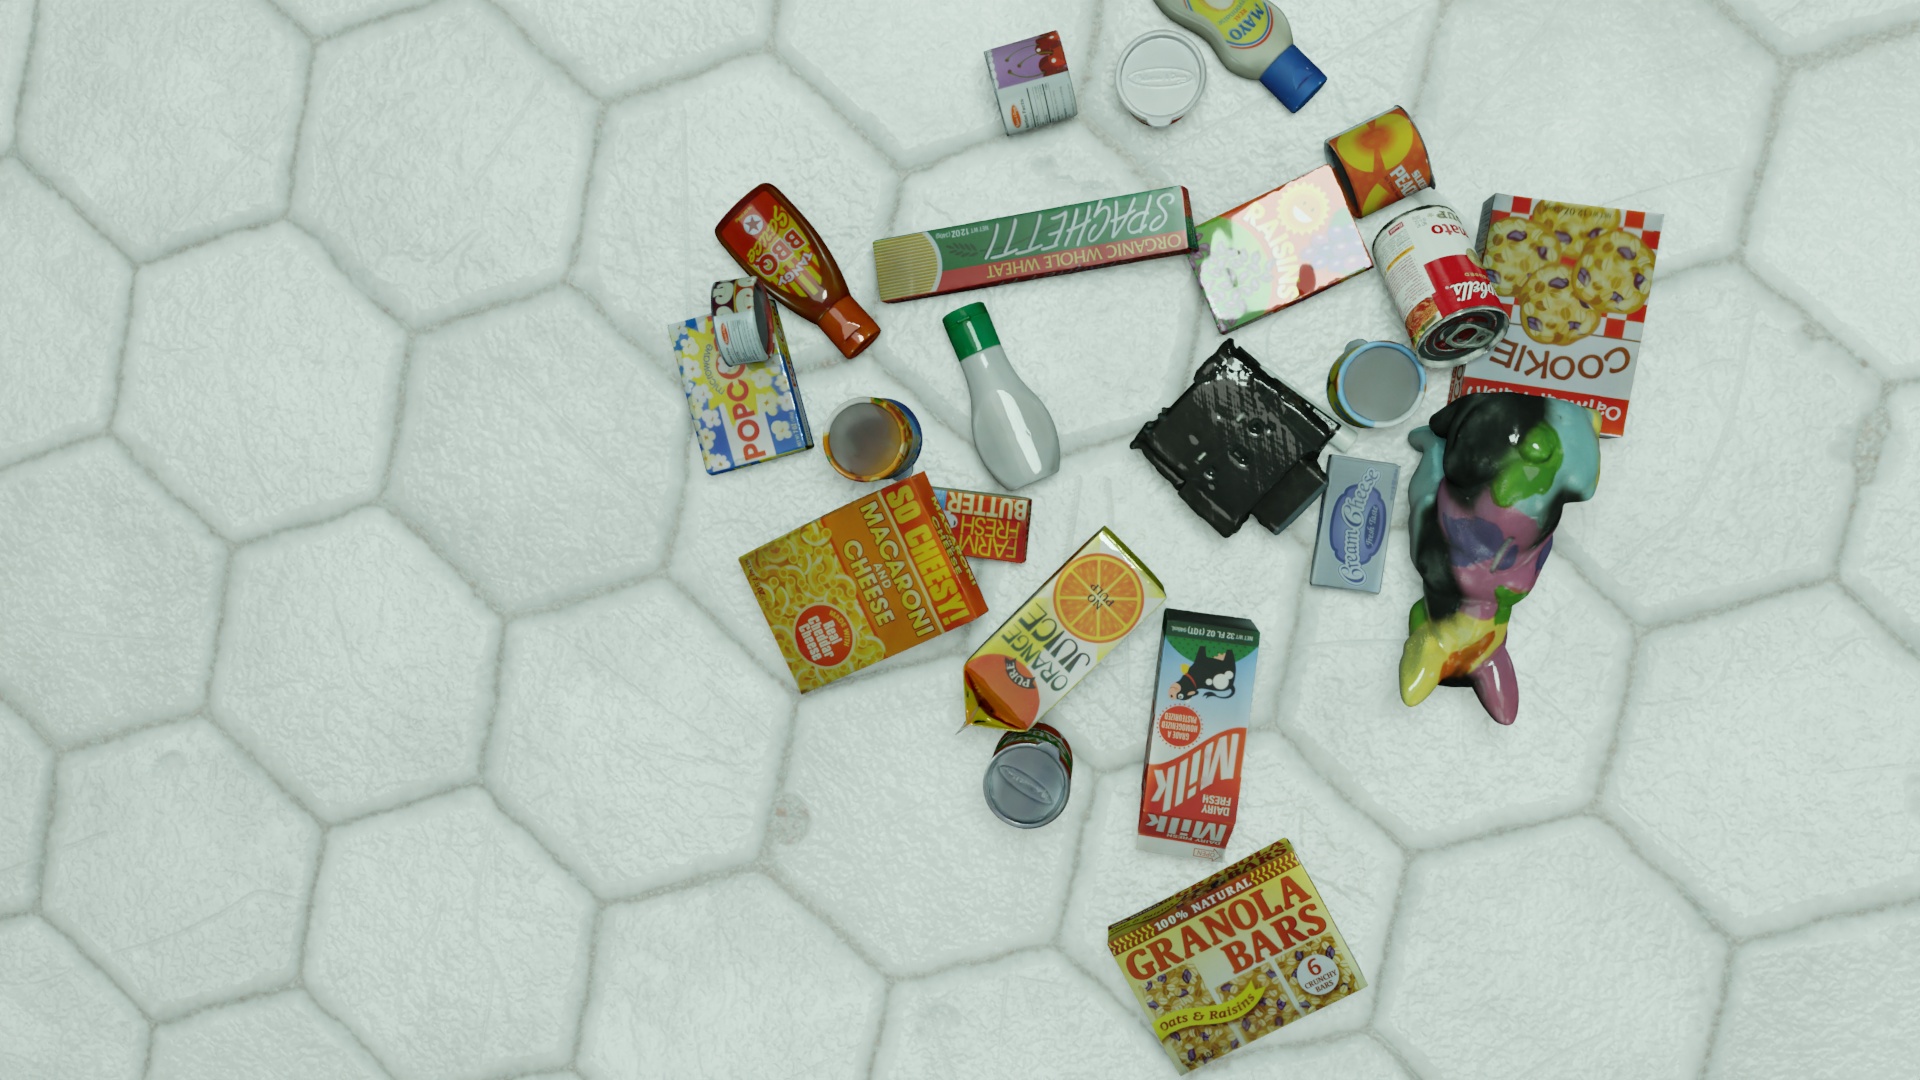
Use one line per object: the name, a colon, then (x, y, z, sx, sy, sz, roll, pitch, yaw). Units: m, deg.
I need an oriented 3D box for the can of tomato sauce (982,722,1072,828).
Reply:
can of tomato sauce: (0.055, 0.181, 1.091, 0.071, 0.083, 0.071, 0, 94, 6)

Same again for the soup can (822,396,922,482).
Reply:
soup can: (-0.066, -0.077, 1.087, 0.071, 0.084, 0.071, 0, 95, 6)

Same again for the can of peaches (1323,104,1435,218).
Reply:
can of peaches: (0.312, -0.280, 1.038, 0.058, 0.071, 0.071, -24, 91, 8)

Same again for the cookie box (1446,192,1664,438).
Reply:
cookie box: (0.445, -0.167, 1.045, 0.123, 0.040, 0.167, 9, 94, 6)

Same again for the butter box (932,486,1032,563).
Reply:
butter box: (0.004, -0.014, 1.113, 0.103, 0.024, 0.053, 7, 96, 6)

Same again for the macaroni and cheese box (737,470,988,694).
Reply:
macaroni and cheese box: (-0.077, 0.034, 1.101, 0.166, 0.040, 0.123, -24, 91, 21)

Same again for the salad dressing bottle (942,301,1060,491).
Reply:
salad dressing bottle: (0.030, -0.114, 1.095, 0.064, 0.044, 0.147, -22, 90, 10)

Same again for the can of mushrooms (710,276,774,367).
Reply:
can of mushrooms: (-0.166, -0.169, 1.063, 0.033, 0.071, 0.071, -8, 93, 6)

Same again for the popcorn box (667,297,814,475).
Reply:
popcorn box: (-0.176, -0.123, 1.119, 0.085, 0.038, 0.126, -14, 92, 7)

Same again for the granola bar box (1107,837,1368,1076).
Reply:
granola bar box: (0.218, 0.330, 1.105, 0.165, 0.039, 0.124, -29, 91, 8)

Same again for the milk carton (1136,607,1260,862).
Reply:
milk carton: (0.183, 0.154, 1.080, 0.072, 0.073, 0.190, 8, 95, 6)

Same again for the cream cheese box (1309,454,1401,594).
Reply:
cream cheese box: (0.306, -0.012, 1.079, 0.053, 0.024, 0.103, 8, 95, 6)

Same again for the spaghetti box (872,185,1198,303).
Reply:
spaghetti box: (0.054, -0.227, 1.071, 0.250, 0.029, 0.050, -7, 94, 17)

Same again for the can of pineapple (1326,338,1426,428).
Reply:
can of pineapple: (0.314, -0.119, 1.054, 0.071, 0.058, 0.071, 0, 94, 7)

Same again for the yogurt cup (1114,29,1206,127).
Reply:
yogurt cup: (0.152, -0.348, 1.059, 0.072, 0.054, 0.072, 0, 94, 6)

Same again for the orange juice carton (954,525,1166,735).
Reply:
orange juice carton: (0.069, 0.081, 1.089, 0.192, 0.072, 0.073, -45, 88, 7)

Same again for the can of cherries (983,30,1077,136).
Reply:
can of cherries: (0.054, -0.353, 1.065, 0.058, 0.071, 0.071, -15, 92, 7)

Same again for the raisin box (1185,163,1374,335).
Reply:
raisin box: (0.240, -0.220, 1.058, 0.123, 0.040, 0.086, -24, 90, 16)

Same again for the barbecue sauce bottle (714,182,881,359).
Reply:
barbecue sauce bottle: (-0.125, -0.210, 1.105, 0.065, 0.044, 0.148, -42, 89, 7)

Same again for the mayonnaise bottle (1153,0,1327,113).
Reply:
mayonnaise bottle: (0.214, -0.389, 1.055, 0.064, 0.041, 0.148, -45, 88, 6)
